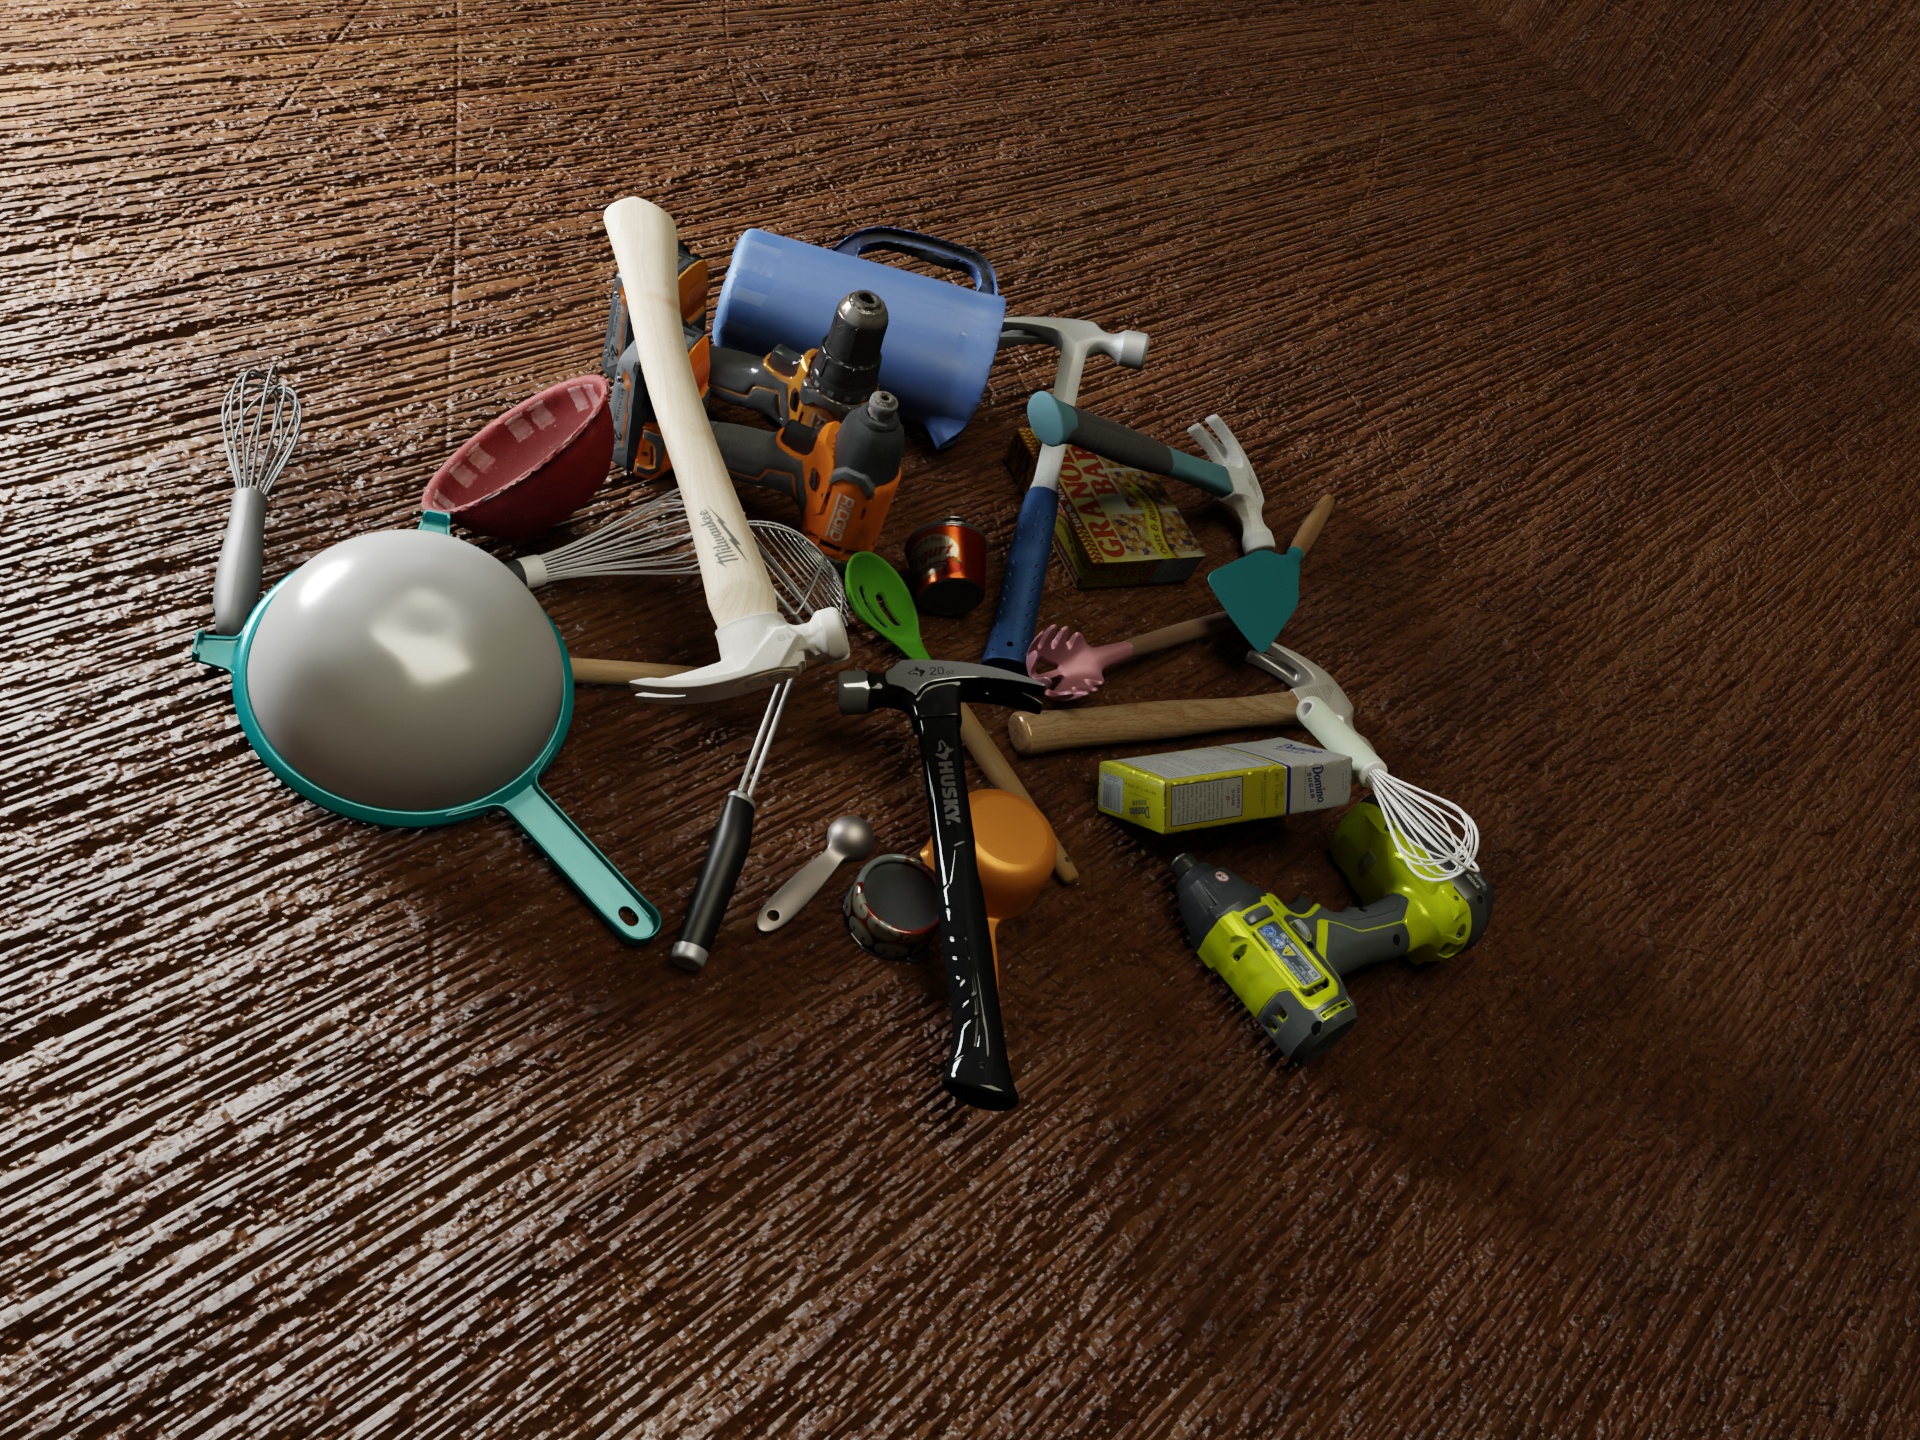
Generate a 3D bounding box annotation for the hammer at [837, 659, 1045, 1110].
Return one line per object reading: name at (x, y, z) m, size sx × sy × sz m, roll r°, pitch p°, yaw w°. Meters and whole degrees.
hammer at (0.003, 0.098, 1.055) m, size 0.146 × 0.035 × 0.335 m, roll -4°, pitch 54°, yaw -7°

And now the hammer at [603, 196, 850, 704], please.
hammer at (-0.203, -0.203, 1.132) m, size 0.146 × 0.038 × 0.411 m, roll -16°, pitch 68°, yaw -8°

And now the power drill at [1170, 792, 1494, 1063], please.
power drill at (0.275, 0.141, 1.190) m, size 0.223 × 0.080 × 0.171 m, roll -18°, pitch 57°, yaw -34°

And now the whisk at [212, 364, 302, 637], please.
whisk at (-0.485, -0.152, 1.088) m, size 0.055 × 0.055 × 0.239 m, roll 6°, pitch 54°, yaw -22°

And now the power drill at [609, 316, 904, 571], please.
power drill at (-0.153, -0.224, 1.235) m, size 0.226 × 0.164 × 0.084 m, roll 25°, pitch 47°, yaw -2°

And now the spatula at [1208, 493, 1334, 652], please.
spatula at (0.304, -0.157, 1.468) m, size 0.082 × 0.044 × 0.317 m, roll 53°, pitch 32°, yaw -6°

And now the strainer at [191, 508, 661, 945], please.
strainer at (-0.300, 0.000, 0.995) m, size 0.340 × 0.095 × 0.211 m, roll 45°, pitch 54°, yaw 8°

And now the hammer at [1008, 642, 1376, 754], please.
hammer at (0.186, -0.005, 1.302) m, size 0.331 × 0.031 × 0.130 m, roll -5°, pitch 54°, yaw -29°

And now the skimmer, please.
skimmer at (-0.156, 0.009, 1.110) m, size 0.127 × 0.090 × 0.364 m, roll 48°, pitch 45°, yaw -40°

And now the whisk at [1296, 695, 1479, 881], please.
whisk at (0.322, 0.046, 1.224) m, size 0.059 × 0.058 × 0.247 m, roll 26°, pitch 18°, yaw -29°

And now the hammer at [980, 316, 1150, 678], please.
hammer at (0.067, -0.204, 1.369) m, size 0.144 × 0.035 × 0.406 m, roll 11°, pitch 56°, yaw 2°

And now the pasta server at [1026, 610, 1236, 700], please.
pasta server at (0.159, -0.067, 1.321) m, size 0.316 × 0.040 × 0.060 m, roll -17°, pitch 79°, yaw -44°

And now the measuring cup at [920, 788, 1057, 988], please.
measuring cup at (0.024, 0.122, 1.096) m, size 0.095 × 0.052 × 0.174 m, roll 15°, pitch 45°, yaw -15°

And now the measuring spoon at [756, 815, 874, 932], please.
measuring spoon at (-0.098, 0.102, 1.077) m, size 0.034 × 0.018 × 0.124 m, roll 37°, pitch 46°, yaw 8°

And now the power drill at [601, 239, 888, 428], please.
power drill at (-0.167, -0.302, 1.283) m, size 0.226 × 0.185 × 0.084 m, roll 29°, pitch 46°, yaw 4°

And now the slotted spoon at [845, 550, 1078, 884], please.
slotted spoon at (-0.002, -0.004, 1.212) m, size 0.070 × 0.031 × 0.314 m, roll -7°, pitch 56°, yaw -50°

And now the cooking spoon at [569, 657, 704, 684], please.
cooking spoon at (-0.317, -0.037, 1.087) m, size 0.318 × 0.017 × 0.069 m, roll 3°, pitch 63°, yaw -26°

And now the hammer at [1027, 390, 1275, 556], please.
hammer at (0.170, -0.229, 1.388) m, size 0.330 × 0.033 × 0.128 m, roll 7°, pitch 65°, yaw -50°

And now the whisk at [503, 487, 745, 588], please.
whisk at (-0.281, -0.116, 1.153) m, size 0.284 × 0.070 × 0.070 m, roll -21°, pitch 63°, yaw -33°
